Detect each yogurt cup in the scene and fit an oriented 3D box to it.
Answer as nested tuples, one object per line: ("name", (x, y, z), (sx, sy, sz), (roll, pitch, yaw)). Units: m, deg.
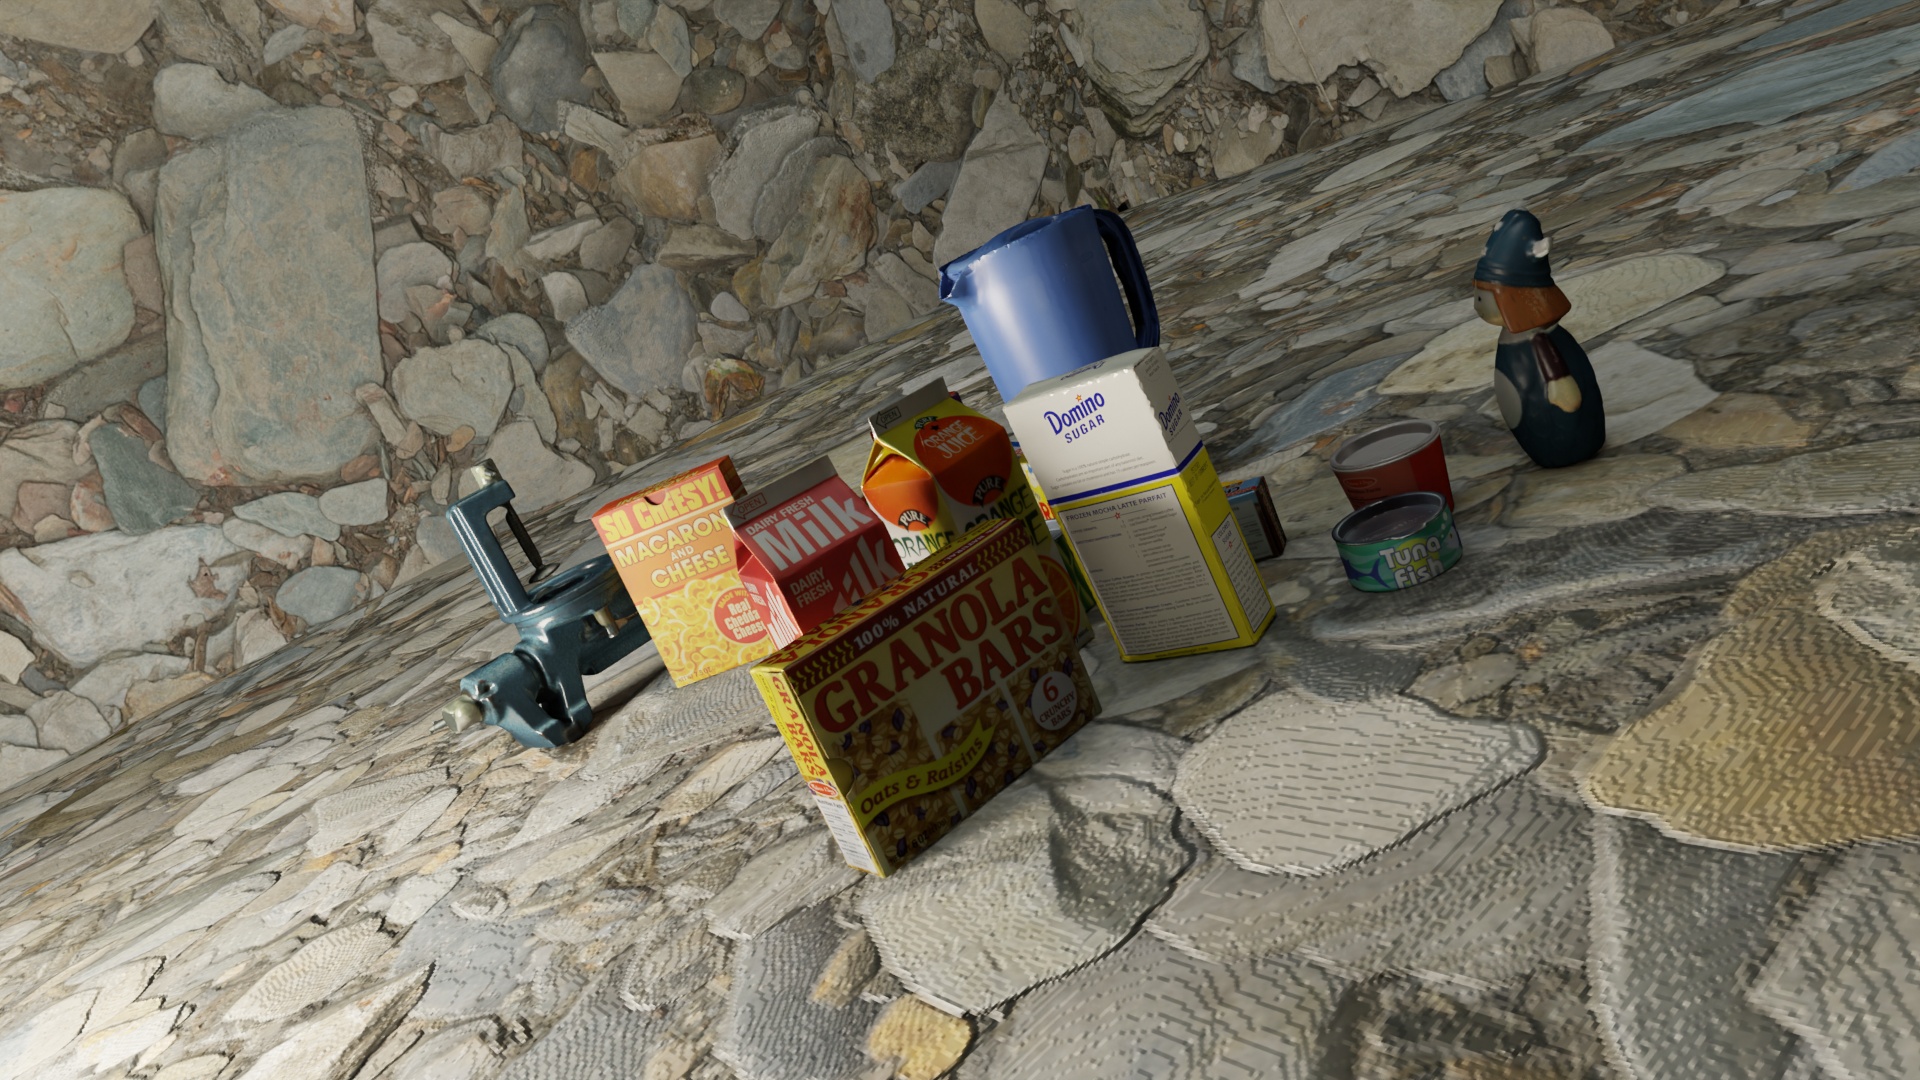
("yogurt cup", (0.267, -0.036, 0.850), (0.072, 0.054, 0.072), (-23, 14, 6))

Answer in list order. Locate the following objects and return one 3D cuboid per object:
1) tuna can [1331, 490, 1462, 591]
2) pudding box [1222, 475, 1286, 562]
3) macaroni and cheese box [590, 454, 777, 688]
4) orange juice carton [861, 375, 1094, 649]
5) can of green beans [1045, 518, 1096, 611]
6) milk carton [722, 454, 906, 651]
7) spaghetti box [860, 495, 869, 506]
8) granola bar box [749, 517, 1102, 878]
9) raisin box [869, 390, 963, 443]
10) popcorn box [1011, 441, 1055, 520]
("tuna can", (0.249, 0.001, 0.788), (0.071, 0.032, 0.071), (-23, 14, 6))
("pudding box", (0.166, -0.006, 0.914), (0.083, 0.049, 0.030), (-17, 16, 26))
("macaroni and cheese box", (-0.217, 0.027, 1.171), (0.123, 0.166, 0.040), (-21, 14, 12))
("orange juice carton", (0.004, -0.004, 0.876), (0.073, 0.192, 0.072), (-8, 21, 49))
("can of green beans", (0.056, 0.025, 0.963), (0.071, 0.057, 0.071), (-23, 14, 6))
("milk carton", (-0.064, 0.050, 0.794), (0.072, 0.190, 0.073), (-30, 15, -22))
("spaghetti box", (-0.036, -0.067, 1.456), (0.028, 0.050, 0.251), (-16, 16, 30))
("granola bar box", (-0.012, 0.080, 0.739), (0.166, 0.124, 0.039), (-33, 16, -31))
("raisin box", (-0.019, -0.063, 1.267), (0.086, 0.123, 0.040), (-33, 16, -32))
("popcorn box", (0.066, -0.034, 1.101), (0.038, 0.085, 0.126), (-29, 15, -19))
